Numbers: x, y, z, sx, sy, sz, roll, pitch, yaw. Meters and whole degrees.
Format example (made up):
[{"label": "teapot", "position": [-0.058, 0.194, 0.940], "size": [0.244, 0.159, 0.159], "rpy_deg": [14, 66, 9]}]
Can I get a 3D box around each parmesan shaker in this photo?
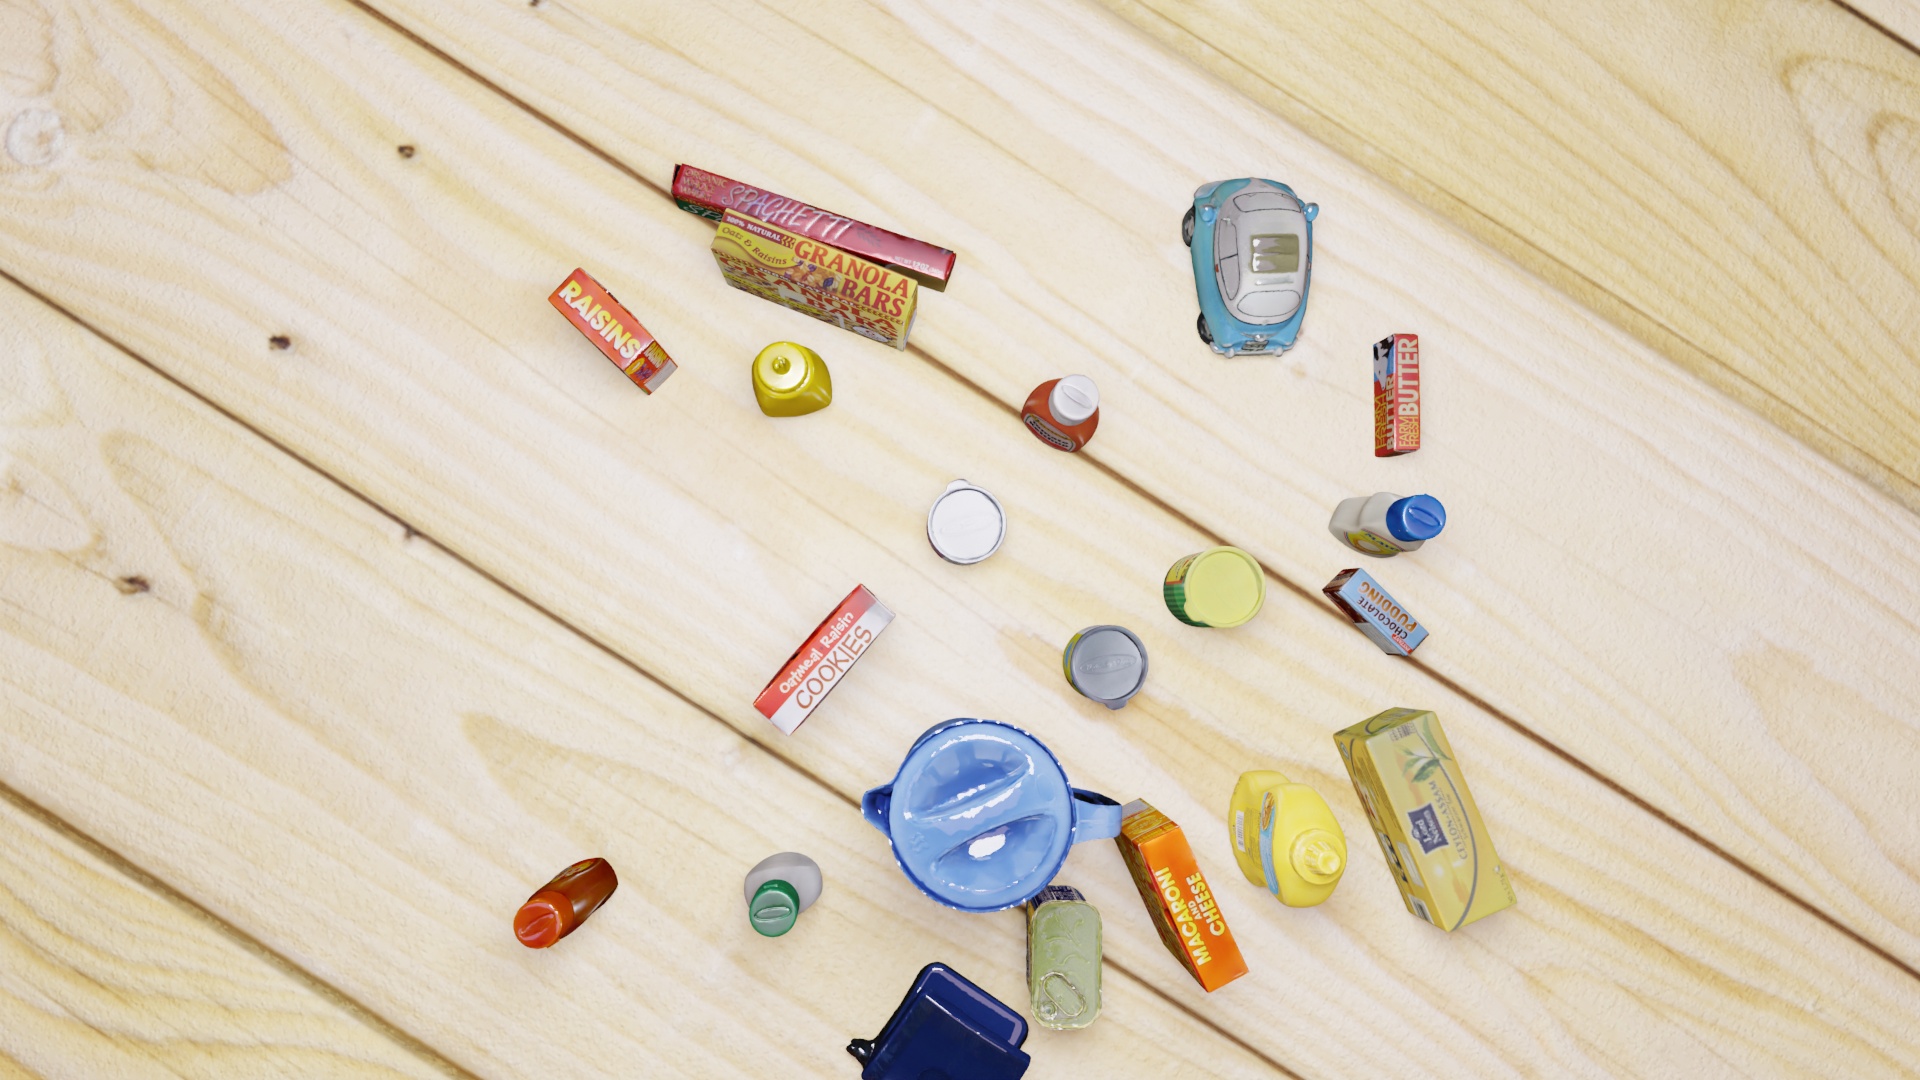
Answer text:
[{"label": "parmesan shaker", "position": [0.208, 0.042, 1.167], "size": [0.071, 0.103, 0.071], "rpy_deg": [0, 86, -3]}]

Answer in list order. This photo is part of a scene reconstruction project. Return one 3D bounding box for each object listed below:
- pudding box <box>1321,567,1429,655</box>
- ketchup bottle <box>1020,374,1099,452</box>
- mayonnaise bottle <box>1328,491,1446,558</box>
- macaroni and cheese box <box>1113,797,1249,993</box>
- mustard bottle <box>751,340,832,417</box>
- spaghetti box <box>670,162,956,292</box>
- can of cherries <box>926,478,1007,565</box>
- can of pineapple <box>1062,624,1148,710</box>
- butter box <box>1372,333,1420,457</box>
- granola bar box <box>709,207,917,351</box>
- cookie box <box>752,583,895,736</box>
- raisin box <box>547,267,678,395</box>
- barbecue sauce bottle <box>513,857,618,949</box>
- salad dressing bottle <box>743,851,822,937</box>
[{"label": "pudding box", "position": [0.357, 0.062, 1.199], "size": [0.084, 0.049, 0.030], "rpy_deg": [44, 86, 1]}, {"label": "ketchup bottle", "position": [0.087, -0.108, 1.148], "size": [0.065, 0.148, 0.043], "rpy_deg": [34, 86, 0]}, {"label": "mayonnaise bottle", "position": [0.358, -0.014, 1.155], "size": [0.065, 0.148, 0.041], "rpy_deg": [28, 86, -1]}, {"label": "macaroni and cheese box", "position": [0.169, 0.280, 1.116], "size": [0.040, 0.166, 0.123], "rpy_deg": [-25, 88, -4]}, {"label": "mustard bottle", "position": [-0.140, -0.134, 1.133], "size": [0.065, 0.160, 0.049], "rpy_deg": [-11, 87, -3]}, {"label": "spaghetti box", "position": [-0.127, -0.269, 1.199], "size": [0.250, 0.050, 0.028], "rpy_deg": [17, 86, -1]}, {"label": "can of cherries", "position": [0.004, -0.015, 1.183], "size": [0.071, 0.058, 0.071], "rpy_deg": [0, 86, -3]}, {"label": "can of pineapple", "position": [0.122, 0.106, 1.180], "size": [0.071, 0.058, 0.071], "rpy_deg": [0, 86, -3]}, {"label": "butter box", "position": [0.380, -0.125, 1.212], "size": [0.024, 0.053, 0.103], "rpy_deg": [0, 86, -3]}, {"label": "granola bar box", "position": [-0.118, -0.215, 1.158], "size": [0.165, 0.124, 0.039], "rpy_deg": [21, 86, -1]}, {"label": "cookie box", "position": [-0.106, 0.093, 1.115], "size": [0.040, 0.167, 0.123], "rpy_deg": [41, 86, 0]}, {"label": "raisin box", "position": [-0.284, -0.170, 1.147], "size": [0.086, 0.123, 0.040], "rpy_deg": [44, 86, 1]}, {"label": "barbecue sauce bottle", "position": [-0.316, 0.289, 1.100], "size": [0.065, 0.148, 0.043], "rpy_deg": [-30, 88, -4]}, {"label": "salad dressing bottle", "position": [-0.144, 0.282, 1.110], "size": [0.064, 0.147, 0.044], "rpy_deg": [-7, 87, -3]}]
